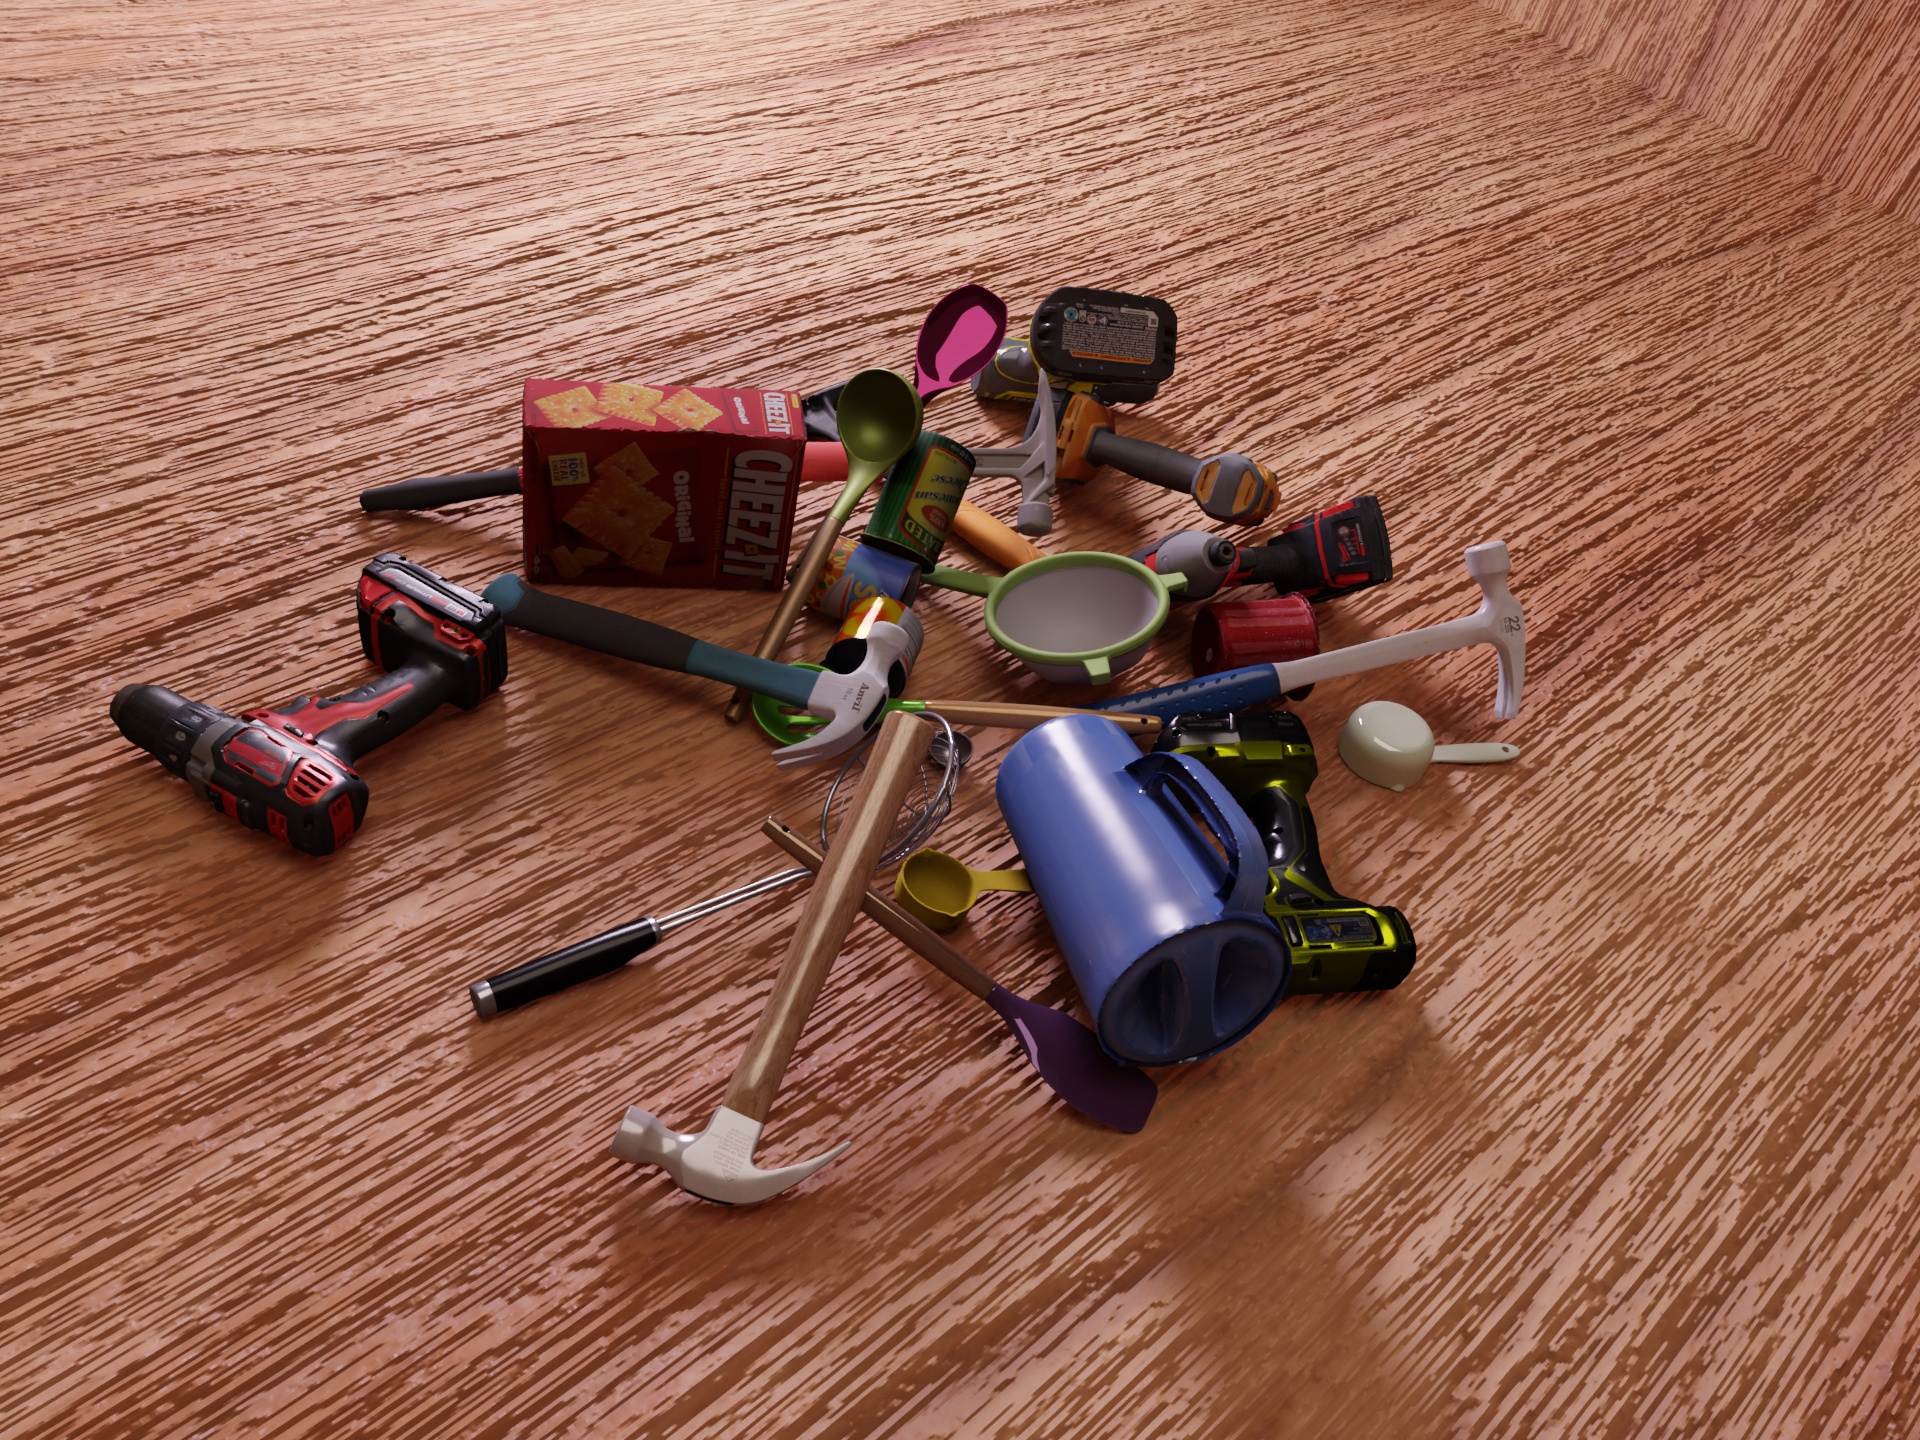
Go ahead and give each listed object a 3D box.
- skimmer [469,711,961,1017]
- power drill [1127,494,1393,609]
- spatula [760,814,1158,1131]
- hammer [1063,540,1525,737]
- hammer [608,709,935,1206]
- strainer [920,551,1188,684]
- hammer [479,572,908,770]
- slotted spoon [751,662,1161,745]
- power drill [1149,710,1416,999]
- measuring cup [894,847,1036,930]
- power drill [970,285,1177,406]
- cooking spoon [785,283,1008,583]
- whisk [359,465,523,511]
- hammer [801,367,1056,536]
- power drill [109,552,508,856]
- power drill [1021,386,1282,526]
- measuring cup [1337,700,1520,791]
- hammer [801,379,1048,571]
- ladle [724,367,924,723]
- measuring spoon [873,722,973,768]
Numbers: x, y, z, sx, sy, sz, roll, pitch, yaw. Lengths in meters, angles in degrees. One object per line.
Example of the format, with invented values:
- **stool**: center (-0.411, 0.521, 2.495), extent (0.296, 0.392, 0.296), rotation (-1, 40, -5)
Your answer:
- **skimmer**: center (-0.158, 0.092, 1.067), extent (0.363, 0.090, 0.127), rotation (-21, 21, -29)
- **power drill**: center (0.259, -0.140, 1.385), extent (0.219, 0.143, 0.078), rotation (-9, 86, -25)
- **spatula**: center (-0.002, 0.163, 1.037), extent (0.316, 0.018, 0.060), rotation (38, 44, 0)
- **hammer**: center (0.265, -0.030, 1.276), extent (0.405, 0.035, 0.144), rotation (-14, 93, -7)
- **hammer**: center (-0.088, 0.141, 0.994), extent (0.130, 0.031, 0.331), rotation (25, 66, -4)
- **strainer**: center (0.053, -0.084, 1.330), extent (0.256, 0.069, 0.151), rotation (16, 45, 30)
- **hammer**: center (-0.214, -0.053, 1.205), extent (0.331, 0.033, 0.128), rotation (16, 68, 13)
- **slotted spoon**: center (-0.002, -0.004, 1.221), extent (0.313, 0.031, 0.070), rotation (3, 69, -2)
- **power drill**: center (0.218, 0.101, 1.175), extent (0.171, 0.080, 0.223), rotation (0, 49, -16)
- **measuring cup**: center (0.024, 0.123, 1.139), extent (0.156, 0.029, 0.062), rotation (3, 44, -30)
- **power drill**: center (0.125, -0.347, 1.529), extent (0.190, 0.080, 0.228), rotation (4, 1, -12)
- **cooking spoon**: center (-0.058, -0.247, 1.371), extent (0.069, 0.017, 0.319), rotation (33, 78, -1)
- **whisk**: center (-0.346, -0.202, 1.323), extent (0.296, 0.073, 0.073), rotation (-10, 48, -10)
- **hammer**: center (-0.095, -0.236, 1.396), extent (0.359, 0.036, 0.149), rotation (0, 77, 0)
- **power drill**: center (-0.450, -0.021, 1.113), extent (0.188, 0.080, 0.227), rotation (26, 47, 12)
- **power drill**: center (0.188, -0.236, 1.476), extent (0.226, 0.084, 0.185), rotation (21, 11, 17)
- **measuring cup**: center (0.401, 0.016, 1.335), extent (0.167, 0.038, 0.083), rotation (-1, 46, -13)
- **hammer**: center (-0.020, -0.205, 1.449), extent (0.337, 0.034, 0.127), rotation (38, 49, 22)
- **ladle**: center (-0.115, -0.142, 1.257), extent (0.078, 0.062, 0.320), rotation (15, 67, 26)
- **measuring spoon**: center (-0.047, 0.009, 1.240), extent (0.124, 0.018, 0.034), rotation (23, 52, 17)
